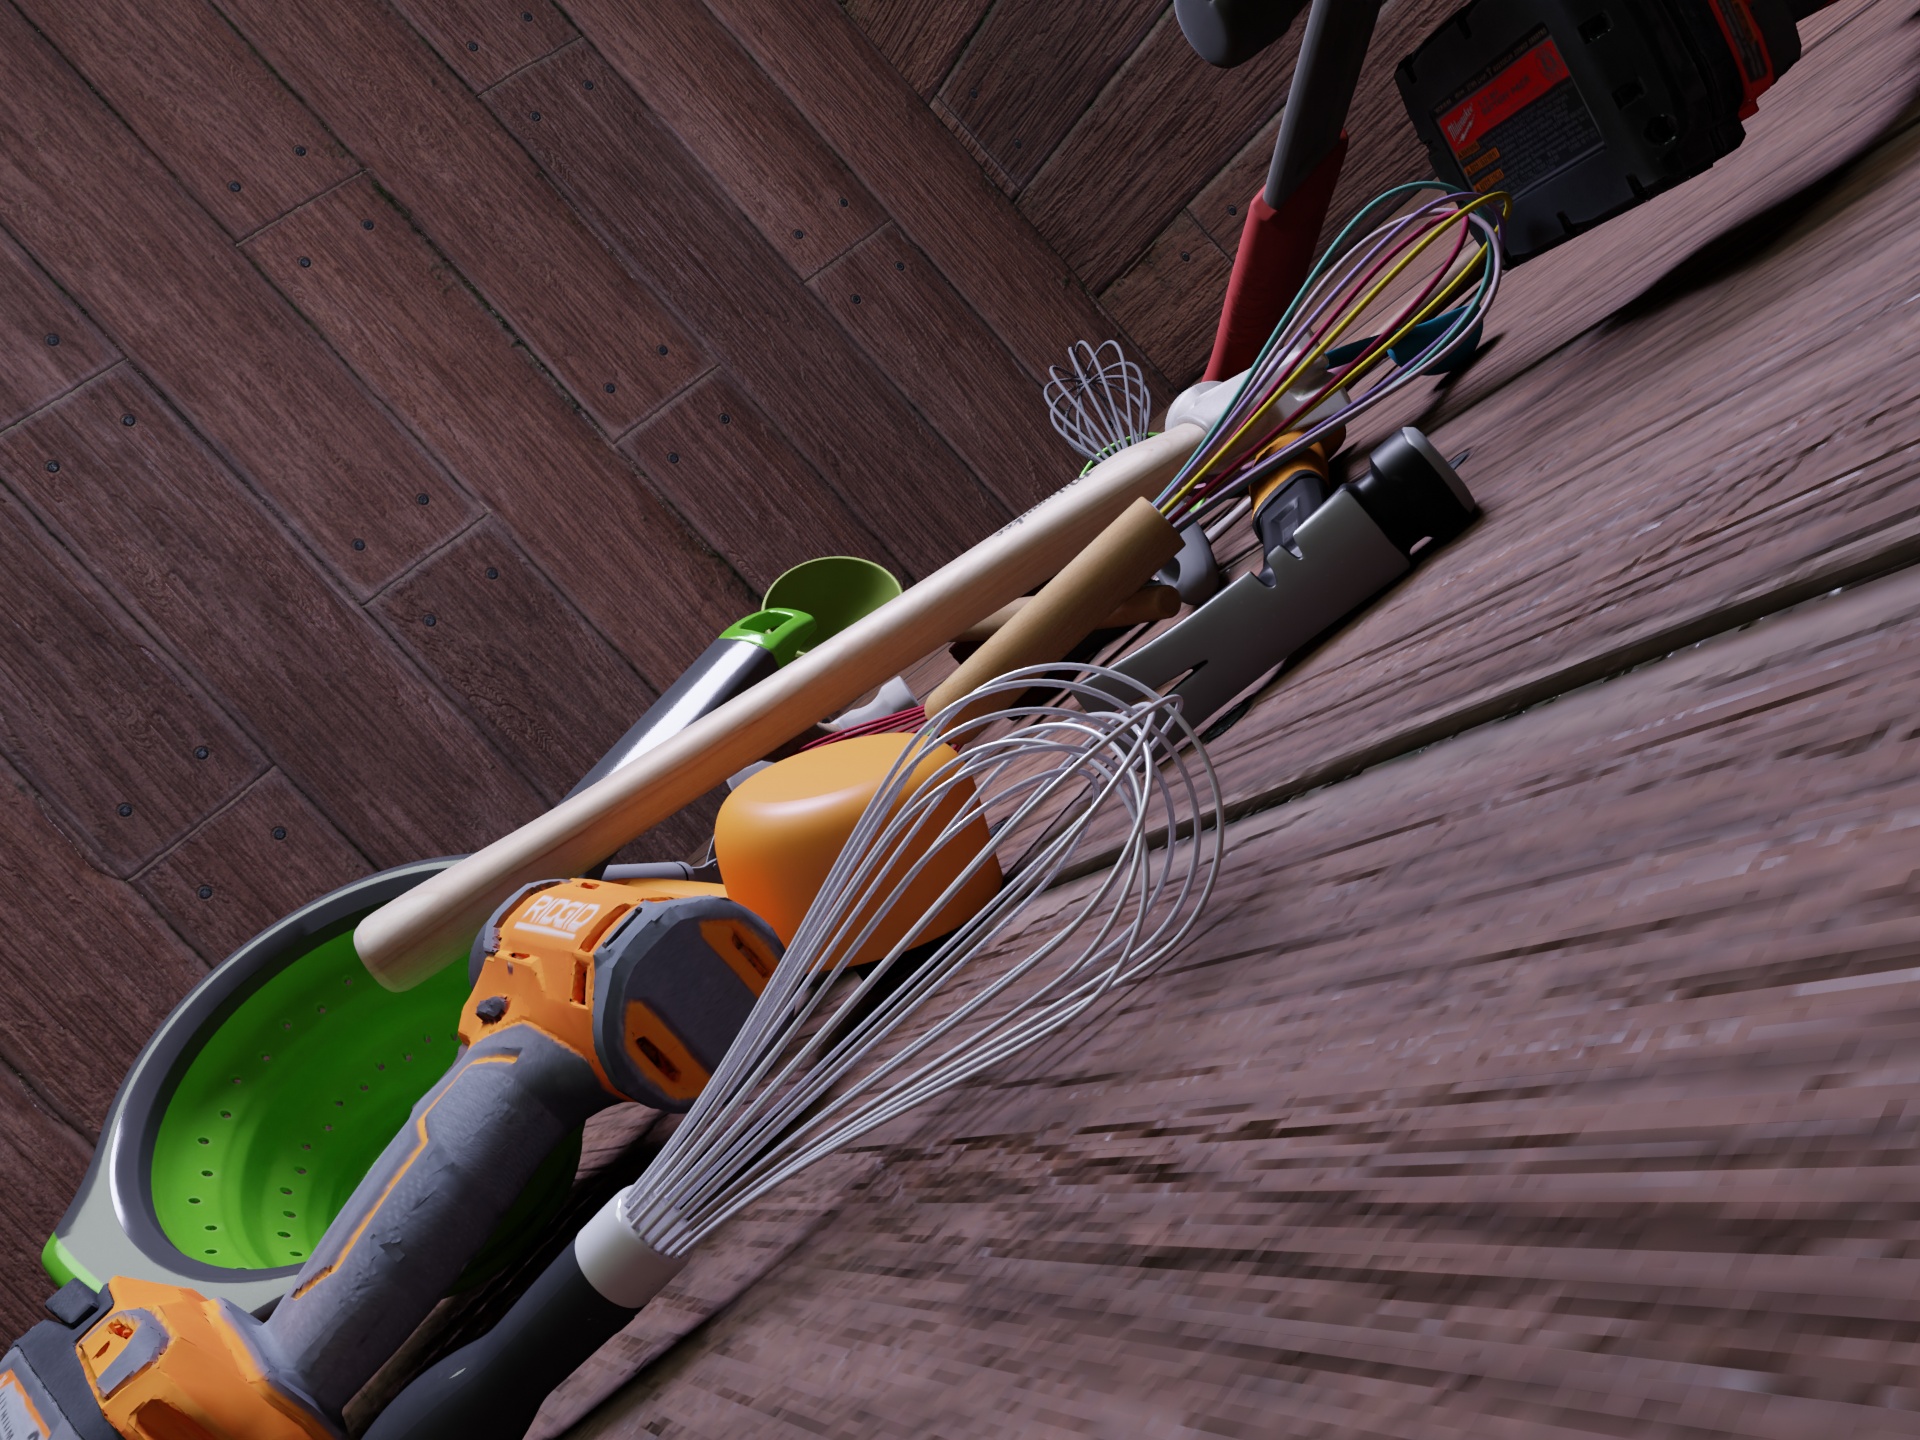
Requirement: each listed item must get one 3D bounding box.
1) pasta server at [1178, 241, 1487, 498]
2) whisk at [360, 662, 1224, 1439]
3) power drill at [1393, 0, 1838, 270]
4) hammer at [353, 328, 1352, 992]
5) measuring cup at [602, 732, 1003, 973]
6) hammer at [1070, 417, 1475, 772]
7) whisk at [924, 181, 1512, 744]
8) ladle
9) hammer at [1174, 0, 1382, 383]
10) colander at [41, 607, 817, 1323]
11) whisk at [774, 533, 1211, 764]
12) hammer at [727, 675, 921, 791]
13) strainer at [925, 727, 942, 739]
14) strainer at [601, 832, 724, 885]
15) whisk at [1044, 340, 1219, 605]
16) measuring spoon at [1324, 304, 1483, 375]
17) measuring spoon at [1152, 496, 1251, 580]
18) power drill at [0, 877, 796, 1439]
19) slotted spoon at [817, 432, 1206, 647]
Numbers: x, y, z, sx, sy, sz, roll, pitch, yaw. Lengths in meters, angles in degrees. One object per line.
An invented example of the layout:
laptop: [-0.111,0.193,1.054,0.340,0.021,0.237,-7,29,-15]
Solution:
pasta server: [0.244,-0.226,0.881,0.316,0.060,0.040,-41,46,-8]
whisk: [-0.052,0.096,0.351,0.284,0.070,0.070,-46,4,12]
power drill: [0.258,-0.235,0.500,0.219,0.078,0.143,-31,6,-7]
hammer: [-0.042,-0.021,0.593,0.410,0.038,0.146,-33,6,-5]
measuring cup: [-0.069,0.039,0.533,0.174,0.052,0.095,-2,19,35]
hammer: [0.121,-0.078,0.607,0.127,0.034,0.337,-39,5,20]
whisk: [0.080,-0.081,0.509,0.245,0.051,0.047,-43,11,7]
ladle: [-0.005,-0.055,0.745,0.078,0.062,0.320,-36,17,-25]
hammer: [0.134,-0.199,0.628,0.149,0.037,0.359,-35,-15,-8]
colander: [-0.173,0.103,0.666,0.205,0.094,0.397,13,48,33]
whisk: [-0.001,-0.002,0.780,0.296,0.073,0.073,-36,6,14]
hammer: [-0.097,0.012,0.918,0.130,0.031,0.331,-32,-4,2]
strainer: [0.027,-0.065,1.001,0.256,0.069,0.151,-41,5,-5]
strainer: [-0.143,0.085,0.832,0.050,0.087,0.258,4,-1,23]
whisk: [0.083,-0.122,0.759,0.055,0.055,0.239,-41,32,17]
measuring spoon: [0.178,-0.148,0.658,0.128,0.021,0.042,-24,-2,-41]
measuring spoon: [0.136,-0.110,0.840,0.124,0.018,0.034,-42,5,9]
power drill: [-0.166,0.137,0.472,0.226,0.084,0.164,-48,25,-26]
slotted spoon: [0.002,-0.077,0.908,0.314,0.070,0.031,-28,-12,-10]
